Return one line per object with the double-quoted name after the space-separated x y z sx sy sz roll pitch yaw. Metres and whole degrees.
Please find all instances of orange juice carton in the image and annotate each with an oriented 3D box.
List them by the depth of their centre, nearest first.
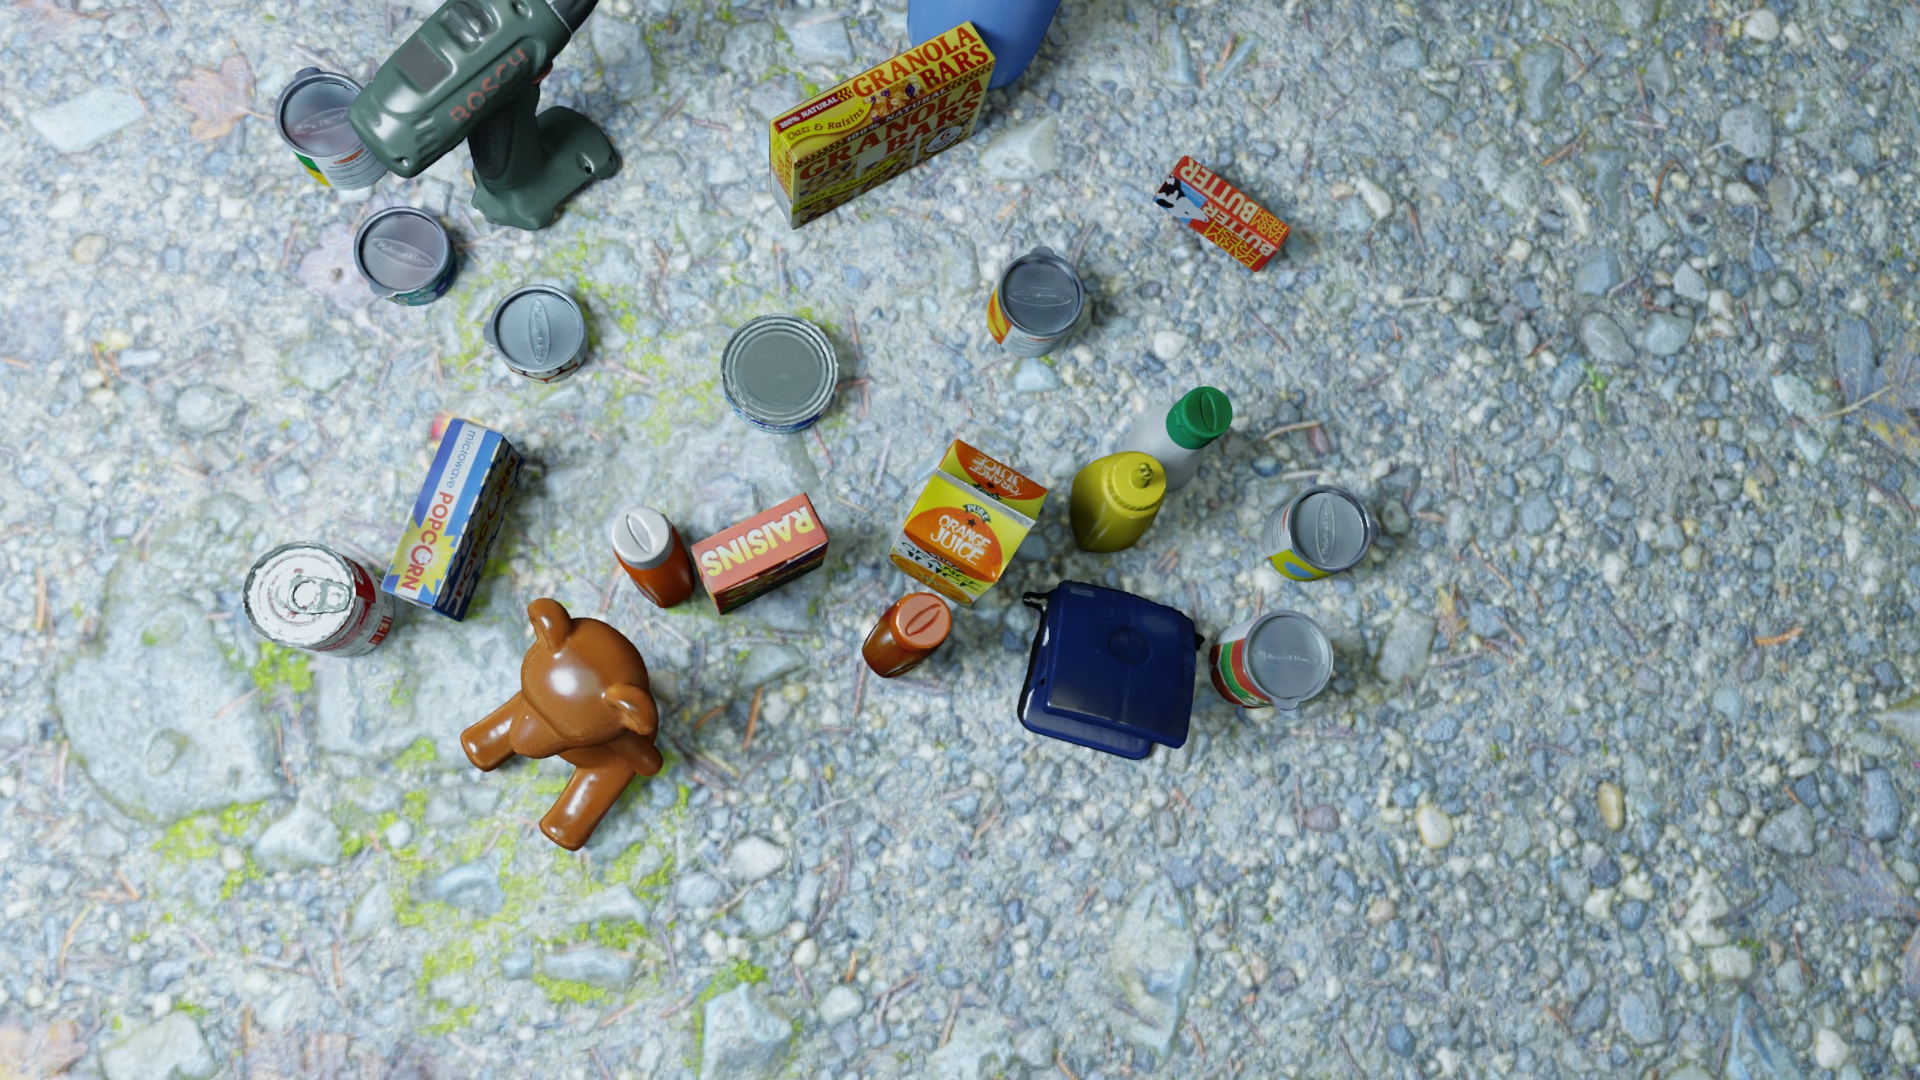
0.003 -0.012 0.947 0.072 0.192 0.073 30 78 -2 "orange juice carton"

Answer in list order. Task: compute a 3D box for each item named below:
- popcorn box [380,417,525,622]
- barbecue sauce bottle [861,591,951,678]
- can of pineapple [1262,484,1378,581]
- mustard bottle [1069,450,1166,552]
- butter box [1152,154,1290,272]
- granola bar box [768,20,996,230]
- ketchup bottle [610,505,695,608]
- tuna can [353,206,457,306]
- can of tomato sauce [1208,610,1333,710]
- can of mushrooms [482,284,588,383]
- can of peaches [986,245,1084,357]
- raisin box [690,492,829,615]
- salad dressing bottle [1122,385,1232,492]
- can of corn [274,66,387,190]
-0.345 -0.013 0.953 0.038 0.085 0.127 19 78 -4 "popcorn box"
-0.033 0.062 0.951 0.065 0.148 0.043 -38 87 -12 "barbecue sauce bottle"
0.270 -0.004 1.052 0.071 0.057 0.071 1 80 -8 "can of pineapple"
0.114 -0.031 0.982 0.049 0.160 0.065 -4 81 -8 "mustard bottle"
0.205 -0.256 1.091 0.103 0.053 0.024 35 78 -1 "butter box"
-0.062 -0.305 1.026 0.166 0.124 0.039 -31 86 -12 "granola bar box"
-0.209 0.007 0.936 0.043 0.148 0.065 -32 86 -12 "ketchup bottle"
-0.402 -0.203 1.007 0.071 0.032 0.071 1 80 -8 "tuna can"
0.225 0.090 1.015 0.071 0.083 0.071 1 80 -8 "can of tomato sauce"
-0.308 -0.150 1.010 0.071 0.033 0.071 1 80 -8 "can of mushrooms"
0.056 -0.180 1.054 0.071 0.058 0.071 1 80 -8 "can of peaches"
-0.138 0.012 0.958 0.086 0.123 0.040 -26 85 -11 "raisin box"
0.156 -0.074 1.002 0.044 0.147 0.064 -7 81 -9 "salad dressing bottle"
-0.452 -0.297 1.004 0.071 0.058 0.071 1 80 -8 "can of corn"
